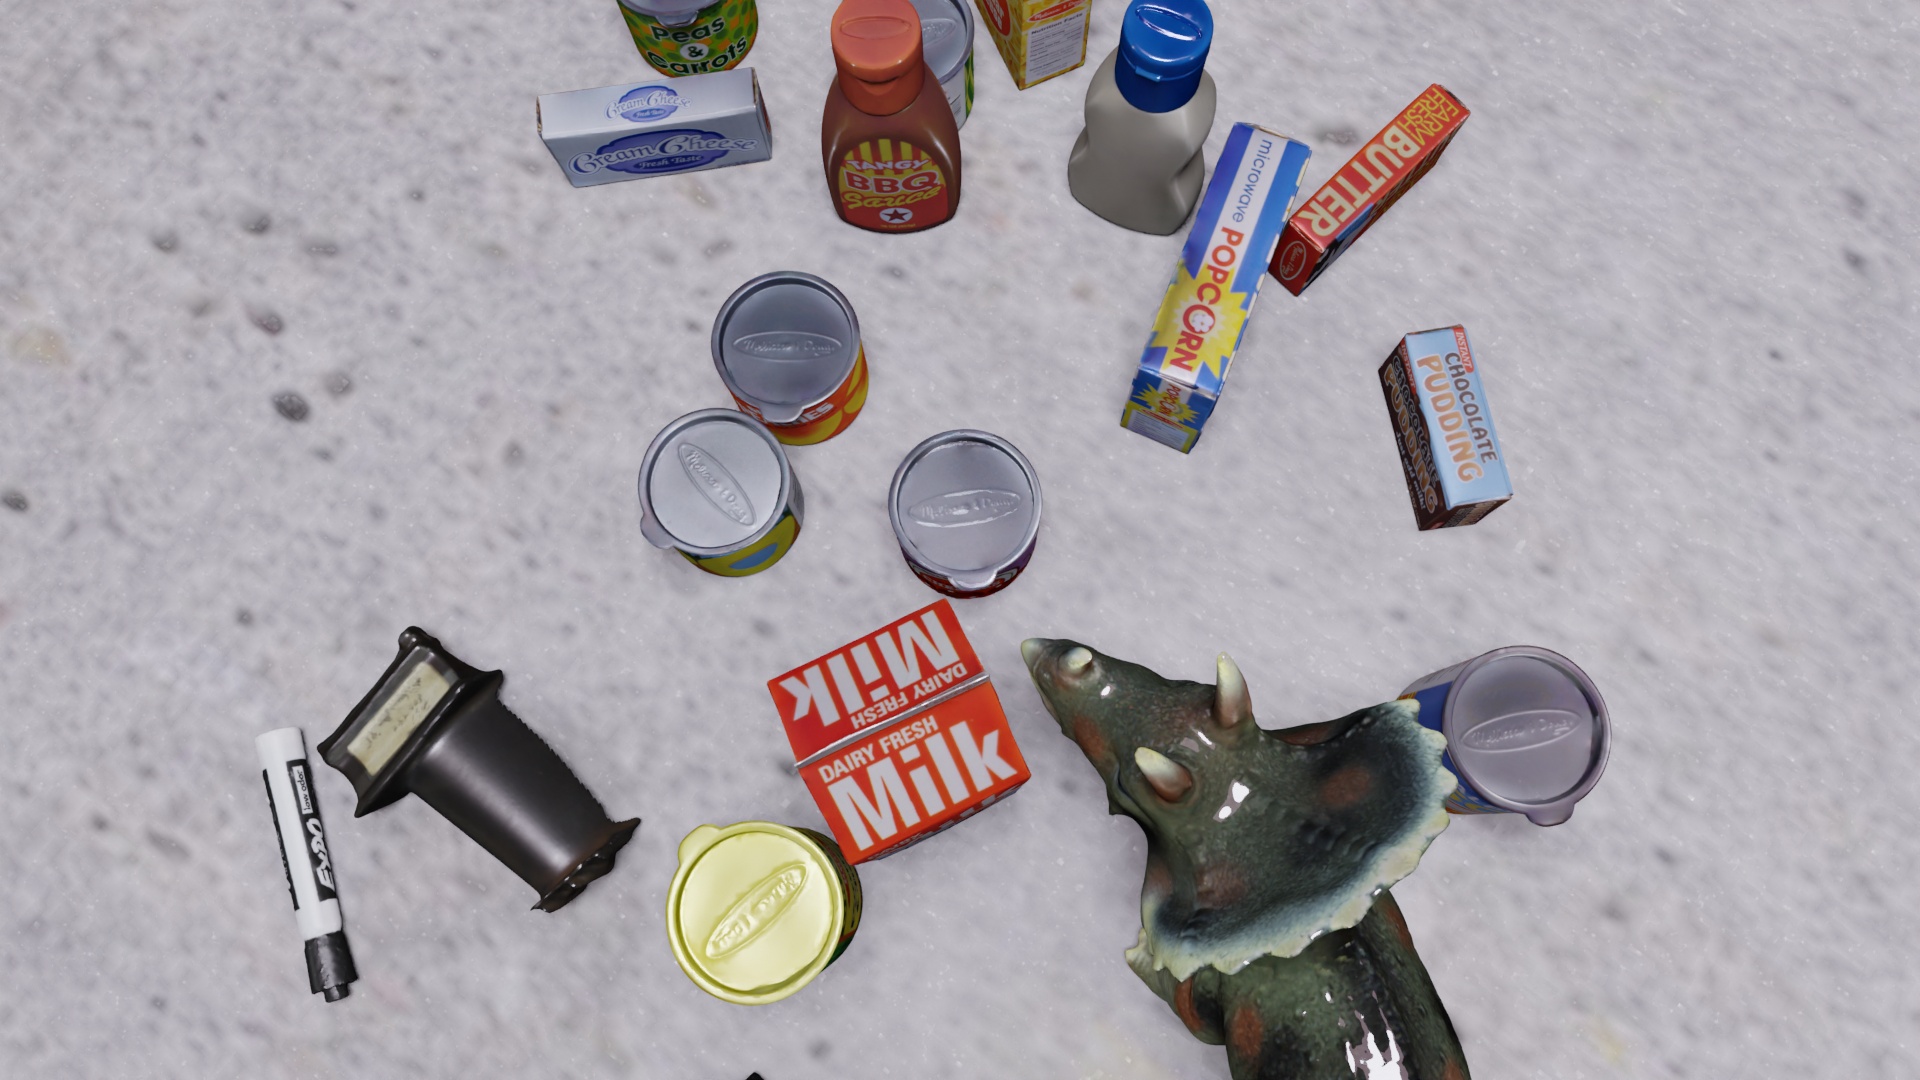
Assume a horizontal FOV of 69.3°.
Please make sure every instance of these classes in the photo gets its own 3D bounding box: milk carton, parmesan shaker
[{"bbox_3d":[-0.021,0.077,0.535,0.072,0.190,0.073,-26,79,-5],"label":"milk carton"},{"bbox_3d":[-0.077,0.146,0.565,0.071,0.103,0.071,0,78,1],"label":"parmesan shaker"}]

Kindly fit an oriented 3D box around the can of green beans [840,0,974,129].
[{"bbox_3d":[-0.026,-0.231,0.673,0.071,0.057,0.071,0,77,1],"label":"can of green beans"}]

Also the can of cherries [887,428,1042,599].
[{"bbox_3d":[0.002,-0.008,0.622,0.071,0.058,0.071,0,77,1],"label":"can of cherries"}]

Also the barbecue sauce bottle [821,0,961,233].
[{"bbox_3d":[-0.032,-0.187,0.617,0.065,0.148,0.044,-1,78,1],"label":"barbecue sauce bottle"}]

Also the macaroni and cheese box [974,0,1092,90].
[{"bbox_3d":[0.021,-0.306,0.634,0.040,0.166,0.124,-24,78,-4],"label":"macaroni and cheese box"}]

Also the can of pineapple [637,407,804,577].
[{"bbox_3d":[-0.108,-0.019,0.626,0.071,0.057,0.071,0,77,1],"label":"can of pineapple"}]

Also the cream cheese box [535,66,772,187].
[{"bbox_3d":[-0.145,-0.198,0.669,0.104,0.053,0.024,-8,78,-1],"label":"cream cheese box"}]

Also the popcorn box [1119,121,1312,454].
[{"bbox_3d":[0.115,-0.113,0.631,0.038,0.085,0.127,21,79,5],"label":"popcorn box"}]

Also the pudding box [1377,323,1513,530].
[{"bbox_3d":[0.220,-0.050,0.634,0.030,0.049,0.084,-10,77,-1],"label":"pudding box"}]

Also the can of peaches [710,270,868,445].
[{"bbox_3d":[-0.077,-0.080,0.639,0.071,0.058,0.071,0,77,1],"label":"can of peaches"}]

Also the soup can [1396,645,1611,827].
[{"bbox_3d":[0.224,0.085,0.585,0.071,0.083,0.071,0,78,1],"label":"soup can"}]

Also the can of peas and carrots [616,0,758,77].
[{"bbox_3d":[-0.135,-0.268,0.682,0.071,0.058,0.071,0,77,1],"label":"can of peas and carrots"}]

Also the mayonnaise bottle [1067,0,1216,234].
[{"bbox_3d":[0.083,-0.187,0.616,0.065,0.148,0.041,24,79,6],"label":"mayonnaise bottle"}]

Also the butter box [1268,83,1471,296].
[{"bbox_3d":[0.192,-0.166,0.658,0.103,0.053,0.024,-43,81,-8],"label":"butter box"}]
